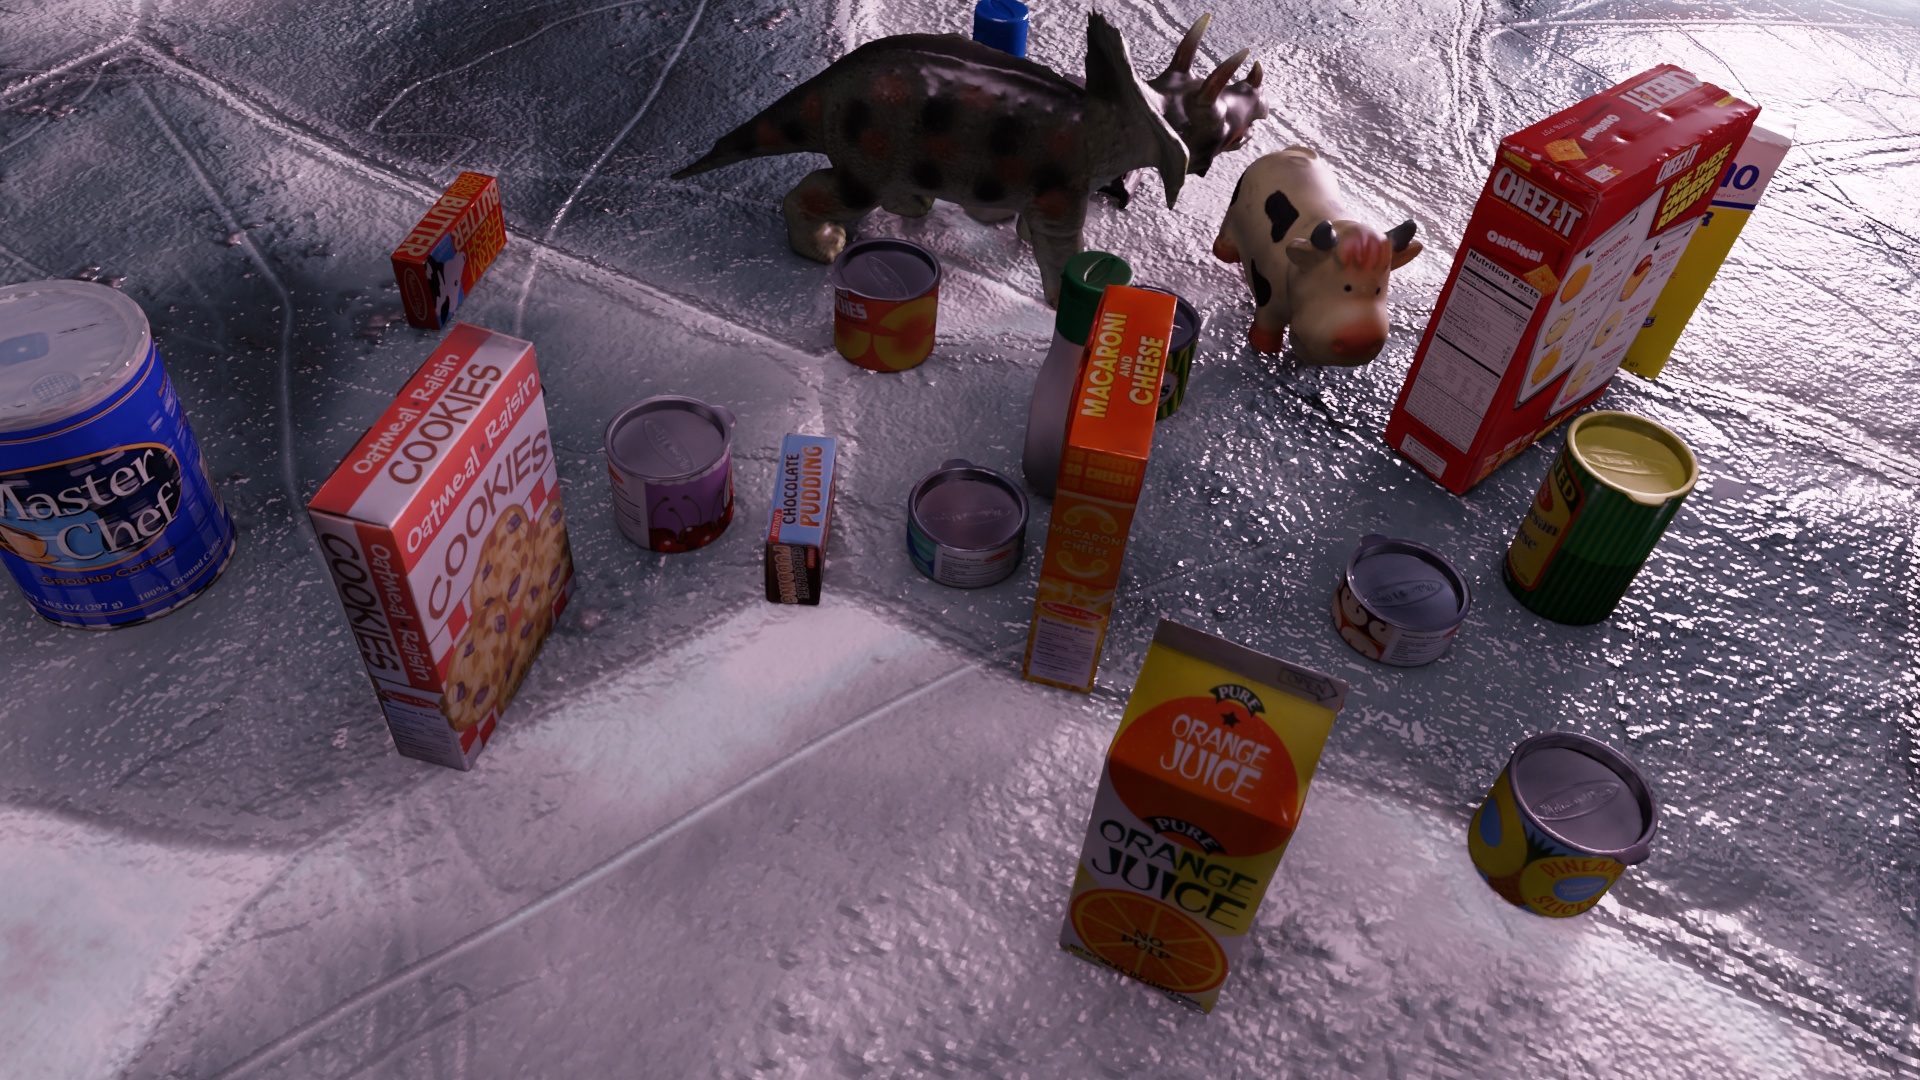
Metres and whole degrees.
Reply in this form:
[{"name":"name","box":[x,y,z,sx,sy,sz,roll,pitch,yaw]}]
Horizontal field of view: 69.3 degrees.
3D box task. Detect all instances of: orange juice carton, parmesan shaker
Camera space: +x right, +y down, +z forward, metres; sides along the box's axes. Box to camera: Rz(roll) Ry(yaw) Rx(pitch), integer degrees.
[{"name":"orange juice carton","box":[0.096,0.103,0.555,0.072,0.191,0.073,21,48,14]},{"name":"parmesan shaker","box":[0.342,-0.009,0.749,0.071,0.102,0.072,3,46,-3]}]

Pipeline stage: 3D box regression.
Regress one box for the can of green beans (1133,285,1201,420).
[{"name":"can of green beans","box":[0.110,-0.115,0.858,0.071,0.057,0.071,3,46,-3]}]

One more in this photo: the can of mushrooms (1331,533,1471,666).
[{"name":"can of mushrooms","box":[0.235,0.032,0.748,0.071,0.033,0.071,3,46,-3]}]

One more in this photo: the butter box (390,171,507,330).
[{"name":"butter box","box":[-0.323,-0.185,0.884,0.024,0.052,0.104,11,46,5]}]

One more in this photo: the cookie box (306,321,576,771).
[{"name":"cookie box","box":[-0.228,0.005,0.633,0.040,0.166,0.123,13,47,6]}]

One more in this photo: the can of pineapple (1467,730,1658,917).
[{"name":"can of pineapple","box":[0.276,0.132,0.639,0.071,0.057,0.071,3,46,-3]}]

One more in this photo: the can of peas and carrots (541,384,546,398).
[{"name":"can of peas and carrots","box":[-0.258,-0.052,0.759,0.071,0.058,0.071,3,46,-3]}]

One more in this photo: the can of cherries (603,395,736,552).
[{"name":"can of cherries","box":[-0.154,-0.036,0.755,0.071,0.058,0.072,3,46,-3]}]

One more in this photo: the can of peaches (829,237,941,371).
[{"name":"can of peaches","box":[-0.049,-0.147,0.872,0.071,0.057,0.071,3,46,-3]}]

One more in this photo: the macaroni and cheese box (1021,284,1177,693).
[{"name":"macaroni and cheese box","box":[0.068,-0.024,0.691,0.040,0.165,0.124,12,46,5]}]

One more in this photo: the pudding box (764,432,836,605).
[{"name":"pudding box","box":[-0.085,-0.012,0.745,0.030,0.049,0.084,5,46,-1]}]

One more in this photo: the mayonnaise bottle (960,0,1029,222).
[{"name":"mayonnaise bottle","box":[0.021,-0.298,0.961,0.041,0.147,0.065,-18,51,-22]}]

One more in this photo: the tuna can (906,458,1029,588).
[{"name":"tuna can","box":[0.003,-0.010,0.763,0.071,0.032,0.071,3,46,-3]}]

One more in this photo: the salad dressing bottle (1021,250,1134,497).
[{"name":"salad dressing bottle","box":[0.066,-0.089,0.767,0.044,0.146,0.064,28,50,20]}]
